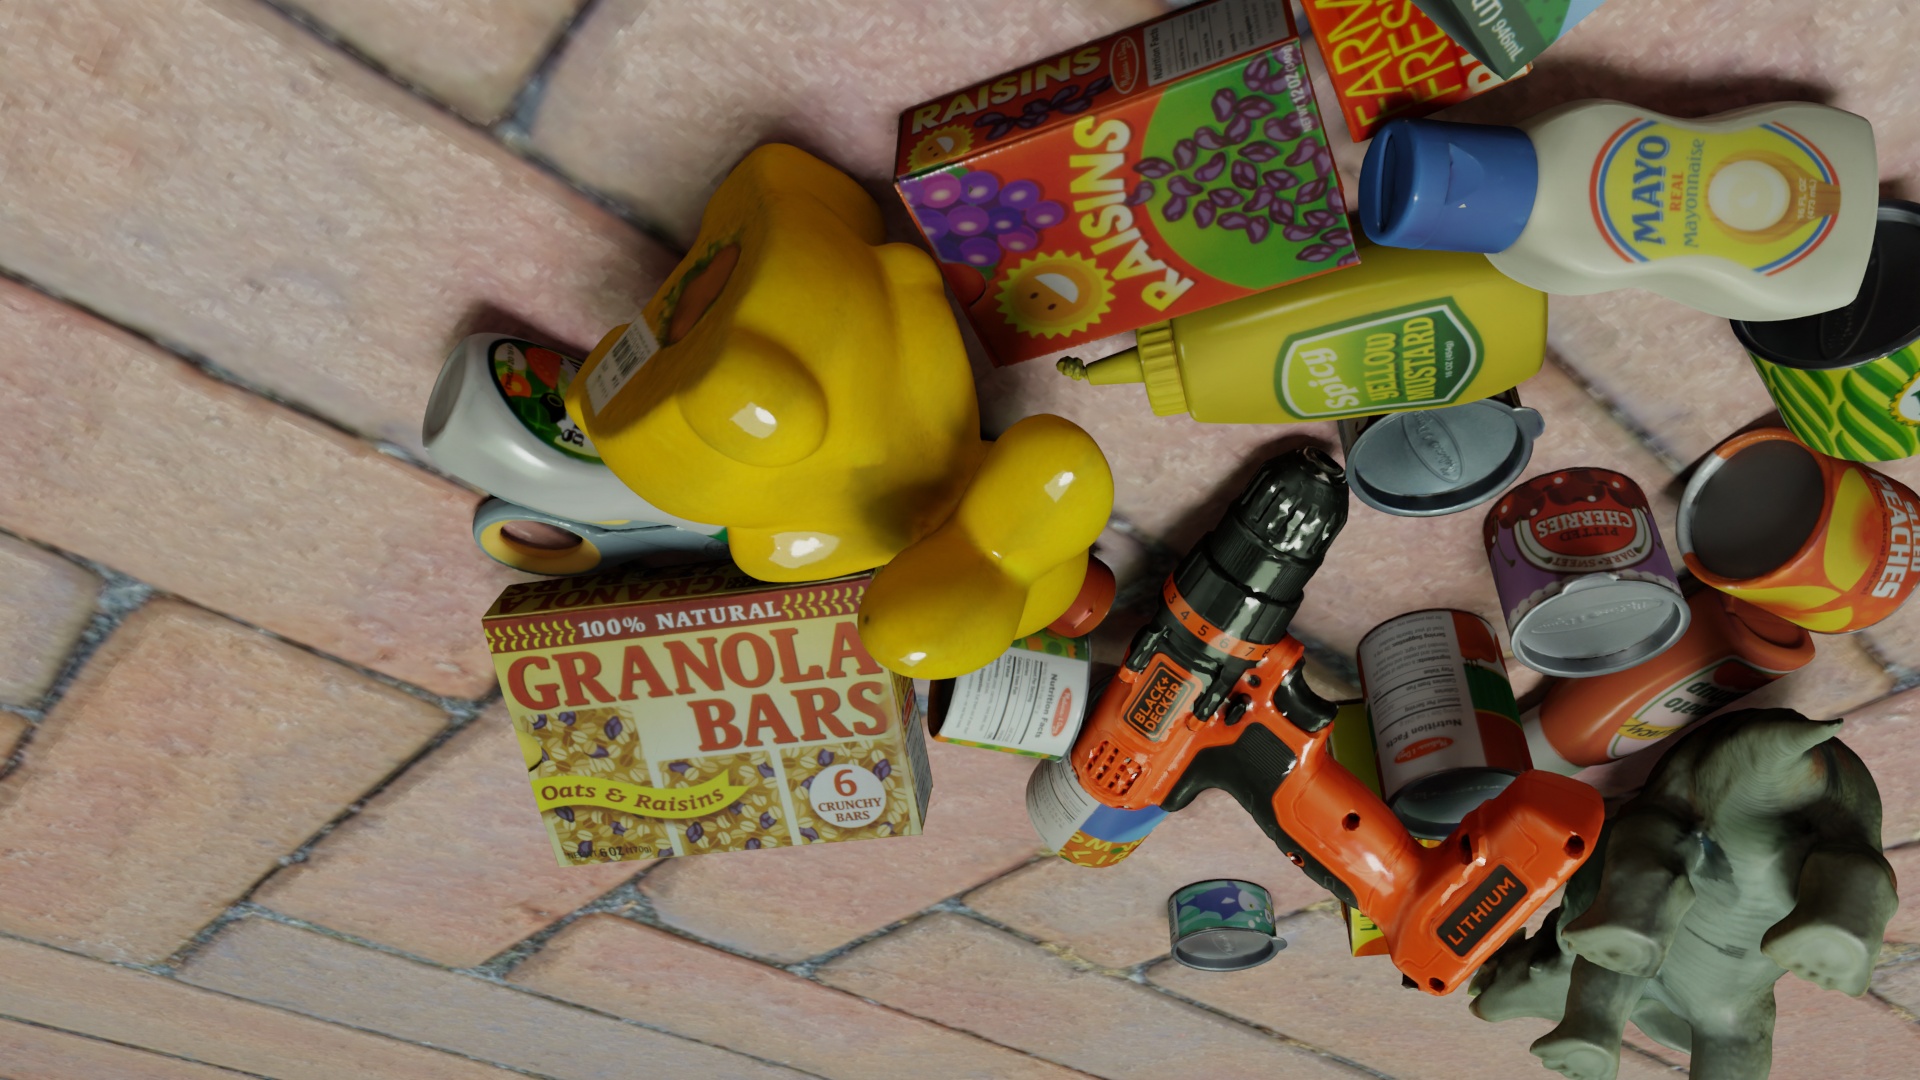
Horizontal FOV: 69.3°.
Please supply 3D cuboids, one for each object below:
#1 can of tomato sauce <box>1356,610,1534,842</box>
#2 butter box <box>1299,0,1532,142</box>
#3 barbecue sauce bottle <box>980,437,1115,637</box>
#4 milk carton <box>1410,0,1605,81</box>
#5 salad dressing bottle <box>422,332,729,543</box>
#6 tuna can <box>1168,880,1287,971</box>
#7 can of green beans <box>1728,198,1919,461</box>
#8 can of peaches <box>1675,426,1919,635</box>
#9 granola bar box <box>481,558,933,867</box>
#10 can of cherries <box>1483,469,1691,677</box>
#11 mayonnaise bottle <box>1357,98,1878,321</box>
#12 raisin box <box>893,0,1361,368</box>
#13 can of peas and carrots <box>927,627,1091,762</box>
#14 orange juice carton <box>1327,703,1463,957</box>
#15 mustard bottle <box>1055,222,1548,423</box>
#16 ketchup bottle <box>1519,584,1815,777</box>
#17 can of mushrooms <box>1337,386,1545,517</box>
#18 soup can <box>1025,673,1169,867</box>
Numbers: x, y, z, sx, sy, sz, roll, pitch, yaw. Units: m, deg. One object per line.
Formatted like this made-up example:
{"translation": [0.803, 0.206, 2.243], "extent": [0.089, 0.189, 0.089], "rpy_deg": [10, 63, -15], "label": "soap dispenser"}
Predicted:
{"translation": [0.219, 0.084, 0.629], "extent": [0.071, 0.083, 0.070], "rpy_deg": [1, 141, 1], "label": "can of tomato sauce"}
{"translation": [0.116, -0.161, 0.377], "extent": [0.053, 0.024, 0.103], "rpy_deg": [-19, 137, 22], "label": "butter box"}
{"translation": [0.002, -0.007, 0.553], "extent": [0.148, 0.044, 0.064], "rpy_deg": [33, 113, -34], "label": "barbecue sauce bottle"}
{"translation": [0.160, -0.195, 0.279], "extent": [0.190, 0.074, 0.072], "rpy_deg": [-39, 128, 21], "label": "milk carton"}
{"translation": [-0.121, -0.030, 0.521], "extent": [0.147, 0.064, 0.043], "rpy_deg": [21, 127, -34], "label": "salad dressing bottle"}
{"translation": [0.164, 0.239, 0.859], "extent": [0.071, 0.033, 0.070], "rpy_deg": [1, 141, 1], "label": "tuna can"}
{"translation": [0.296, -0.067, 0.453], "extent": [0.071, 0.071, 0.057], "rpy_deg": [-27, 133, 30], "label": "can of green beans"}
{"translation": [0.322, -0.004, 0.529], "extent": [0.058, 0.071, 0.071], "rpy_deg": [20, 137, -20], "label": "can of peaches"}
{"translation": [-0.104, 0.072, 0.589], "extent": [0.165, 0.039, 0.123], "rpy_deg": [-7, 112, 7], "label": "granola bar box"}
{"translation": [0.250, 0.012, 0.559], "extent": [0.071, 0.059, 0.071], "rpy_deg": [2, 141, 1], "label": "can of cherries"}
{"translation": [0.193, -0.100, 0.410], "extent": [0.148, 0.064, 0.041], "rpy_deg": [1, -176, -11], "label": "mayonnaise bottle"}
{"translation": [0.052, -0.109, 0.432], "extent": [0.123, 0.040, 0.085], "rpy_deg": [-14, 139, 19], "label": "raisin box"}
{"translation": [0.020, 0.062, 0.623], "extent": [0.059, 0.071, 0.070], "rpy_deg": [11, 140, -11], "label": "can of peas and carrots"}
{"translation": [0.236, 0.163, 0.733], "extent": [0.072, 0.073, 0.191], "rpy_deg": [-8, 140, 11], "label": "orange juice carton"}
{"translation": [0.112, -0.069, 0.471], "extent": [0.160, 0.049, 0.065], "rpy_deg": [-10, 137, 13], "label": "mustard bottle"}
{"translation": [0.309, 0.072, 0.643], "extent": [0.065, 0.044, 0.148], "rpy_deg": [10, 142, -28], "label": "ketchup bottle"}
{"translation": [0.177, -0.042, 0.514], "extent": [0.071, 0.034, 0.070], "rpy_deg": [1, 140, 1], "label": "can of mushrooms"}
{"translation": [0.078, 0.114, 0.684], "extent": [0.071, 0.072, 0.083], "rpy_deg": [12, 140, -13], "label": "soup can"}
